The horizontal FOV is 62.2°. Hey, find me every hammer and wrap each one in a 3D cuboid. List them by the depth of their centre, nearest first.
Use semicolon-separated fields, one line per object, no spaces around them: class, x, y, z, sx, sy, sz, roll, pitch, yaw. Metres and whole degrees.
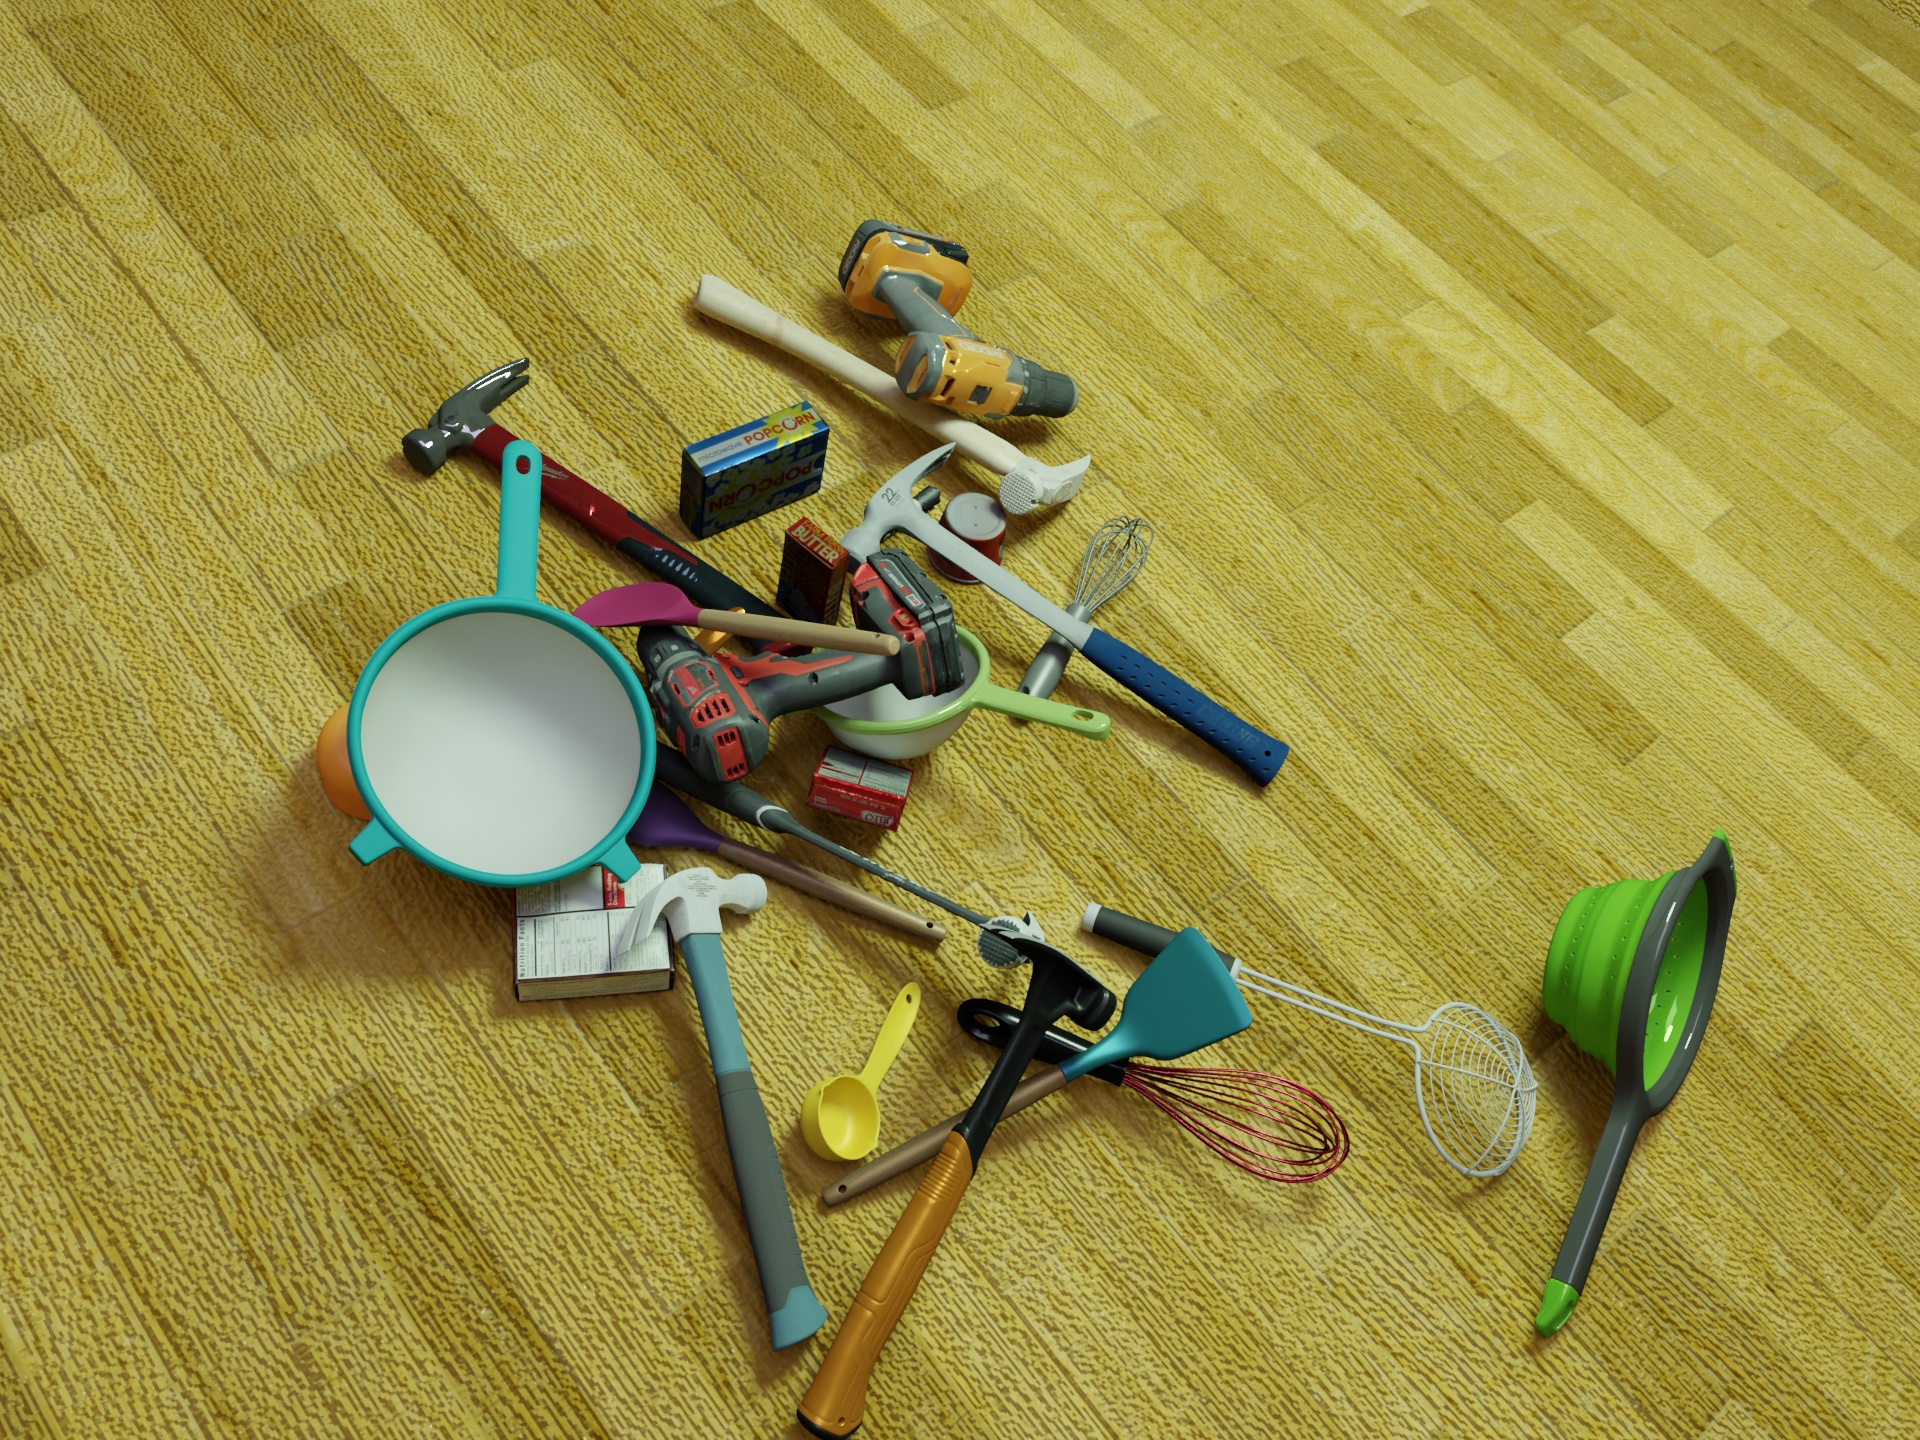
hammer;-0.014;0.297;1.024;0.034;0.127;0.337;14;70;48
hammer;-0.149;0.254;1.080;0.128;0.033;0.331;10;54;-49
hammer;-0.120;0.081;1.185;0.409;0.149;0.036;25;90;14
hammer;0.099;-0.078;1.326;0.405;0.035;0.144;34;66;-2
hammer;-0.276;-0.171;1.346;0.386;0.038;0.143;33;55;10
hammer;-0.072;-0.309;1.466;0.411;0.038;0.146;32;28;15

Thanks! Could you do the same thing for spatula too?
spatula;0.047;0.252;1.099;0.317;0.044;0.082;-26;66;-10
spatula;-0.157;0.102;1.206;0.316;0.018;0.060;22;55;3

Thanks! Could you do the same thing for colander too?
colander;0.474;0.260;1.199;0.094;0.204;0.397;14;66;38

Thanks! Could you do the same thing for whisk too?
whisk;0.137;0.260;1.148;0.296;0.073;0.073;19;55;6
whisk;0.105;-0.092;1.375;0.055;0.055;0.239;28;61;6

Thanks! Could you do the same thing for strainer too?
strainer;-0.335;-0.036;1.160;0.211;0.095;0.341;7;68;-26
strainer;-0.002;-0.004;1.249;0.256;0.069;0.151;14;42;23

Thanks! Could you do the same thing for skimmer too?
skimmer;0.261;0.229;1.211;0.363;0.090;0.127;20;55;13

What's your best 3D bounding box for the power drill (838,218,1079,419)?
power drill;0.000;-0.362;1.479;0.185;0.084;0.226;3;43;-36

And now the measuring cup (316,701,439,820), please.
measuring cup;-0.402;0.000;1.196;0.095;0.052;0.174;40;60;14

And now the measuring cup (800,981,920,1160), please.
measuring cup;-0.067;0.245;1.129;0.062;0.029;0.157;52;40;-18

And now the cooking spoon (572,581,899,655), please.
cooking spoon;-0.172;-0.072;1.178;0.319;0.017;0.069;10;39;36

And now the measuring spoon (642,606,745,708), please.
measuring spoon;-0.217;-0.051;1.274;0.117;0.011;0.021;-44;81;-11

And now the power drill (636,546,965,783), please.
power drill;-0.131;-0.052;1.215;0.226;0.080;0.188;-23;40;-15
